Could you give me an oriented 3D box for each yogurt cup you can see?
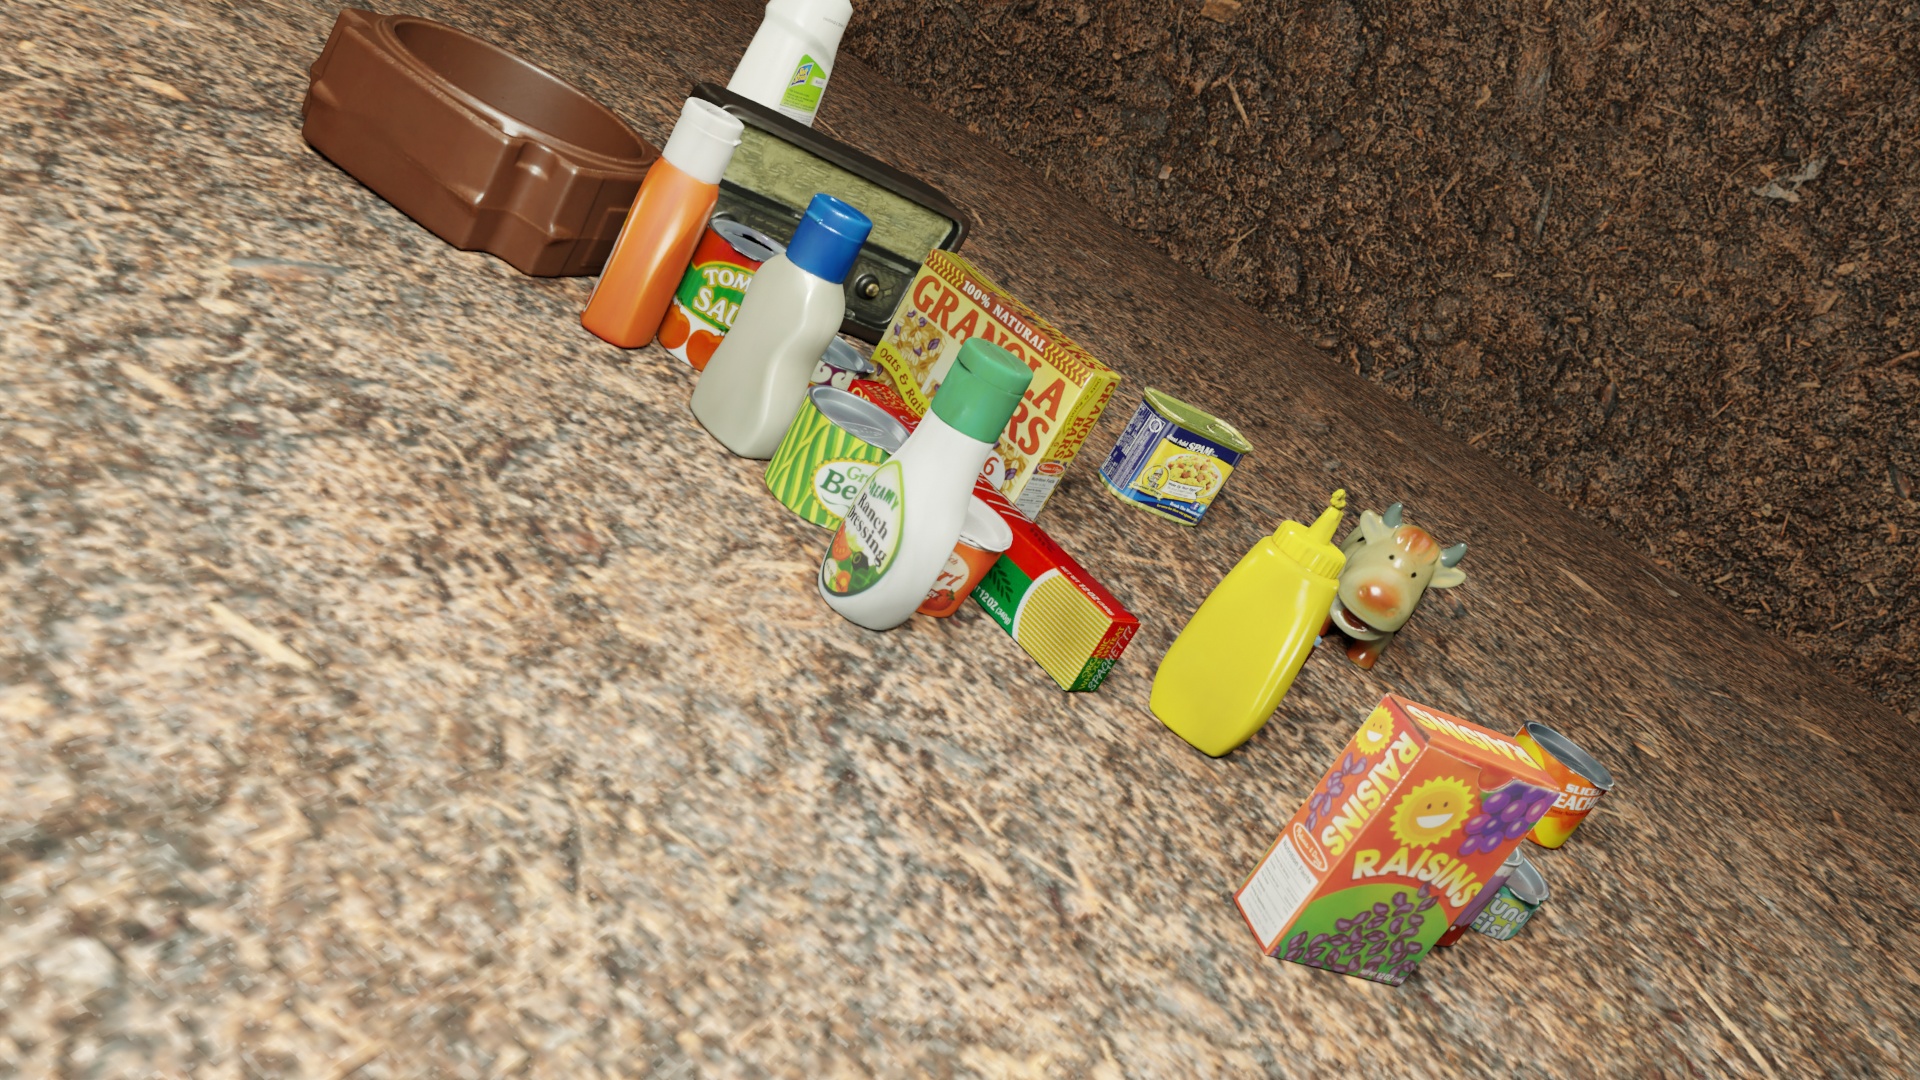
[{"bbox_3d":[-0.014,0.004,0.739,0.072,0.053,0.073,27,20,-10],"label":"yogurt cup"}]

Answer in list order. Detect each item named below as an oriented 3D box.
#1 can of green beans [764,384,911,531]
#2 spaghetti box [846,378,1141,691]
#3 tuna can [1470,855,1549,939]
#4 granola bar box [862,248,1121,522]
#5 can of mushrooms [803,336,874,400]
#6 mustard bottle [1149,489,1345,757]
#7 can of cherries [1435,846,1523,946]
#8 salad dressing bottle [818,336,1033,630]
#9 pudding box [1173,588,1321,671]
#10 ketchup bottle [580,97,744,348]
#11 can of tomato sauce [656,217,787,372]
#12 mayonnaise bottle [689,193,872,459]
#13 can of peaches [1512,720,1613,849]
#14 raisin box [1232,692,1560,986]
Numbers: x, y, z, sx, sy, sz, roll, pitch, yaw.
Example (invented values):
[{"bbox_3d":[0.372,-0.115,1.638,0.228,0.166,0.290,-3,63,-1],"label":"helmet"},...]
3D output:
[{"bbox_3d":[-0.068,-0.045,0.774,0.071,0.057,0.071,27,20,-10],"label":"can of green beans"},{"bbox_3d":[0.003,-0.010,0.803,0.029,0.050,0.251,7,30,-50],"label":"spaghetti box"},{"bbox_3d":[0.286,0.186,0.761,0.071,0.032,0.071,27,20,-10],"label":"tuna can"},{"bbox_3d":[0.013,-0.101,0.927,0.039,0.123,0.166,6,31,-51],"label":"granola bar box"},{"bbox_3d":[-0.097,-0.119,0.948,0.071,0.033,0.071,27,20,-10],"label":"can of mushrooms"},{"bbox_3d":[0.165,0.041,0.750,0.065,0.159,0.049,38,20,20],"label":"mustard bottle"},{"bbox_3d":[0.241,0.164,0.711,0.071,0.058,0.072,27,20,-10],"label":"can of cherries"},{"bbox_3d":[-0.016,-0.027,0.670,0.044,0.147,0.064,16,24,-36],"label":"salad dressing bottle"},{"bbox_3d":[0.182,0.065,0.881,0.084,0.049,0.030,18,23,-33],"label":"pudding box"},{"bbox_3d":[-0.176,-0.189,0.831,0.043,0.148,0.065,29,19,-5],"label":"ketchup bottle"},{"bbox_3d":[-0.146,-0.152,0.882,0.071,0.082,0.071,27,19,-10],"label":"can of tomato sauce"},{"bbox_3d":[-0.098,-0.121,0.780,0.065,0.147,0.041,43,22,31],"label":"mayonnaise bottle"},{"bbox_3d":[0.390,0.164,0.927,0.071,0.058,0.071,27,20,-10],"label":"can of peaches"},{"bbox_3d":[0.191,0.135,0.614,0.086,0.123,0.040,21,21,-26],"label":"raisin box"}]
